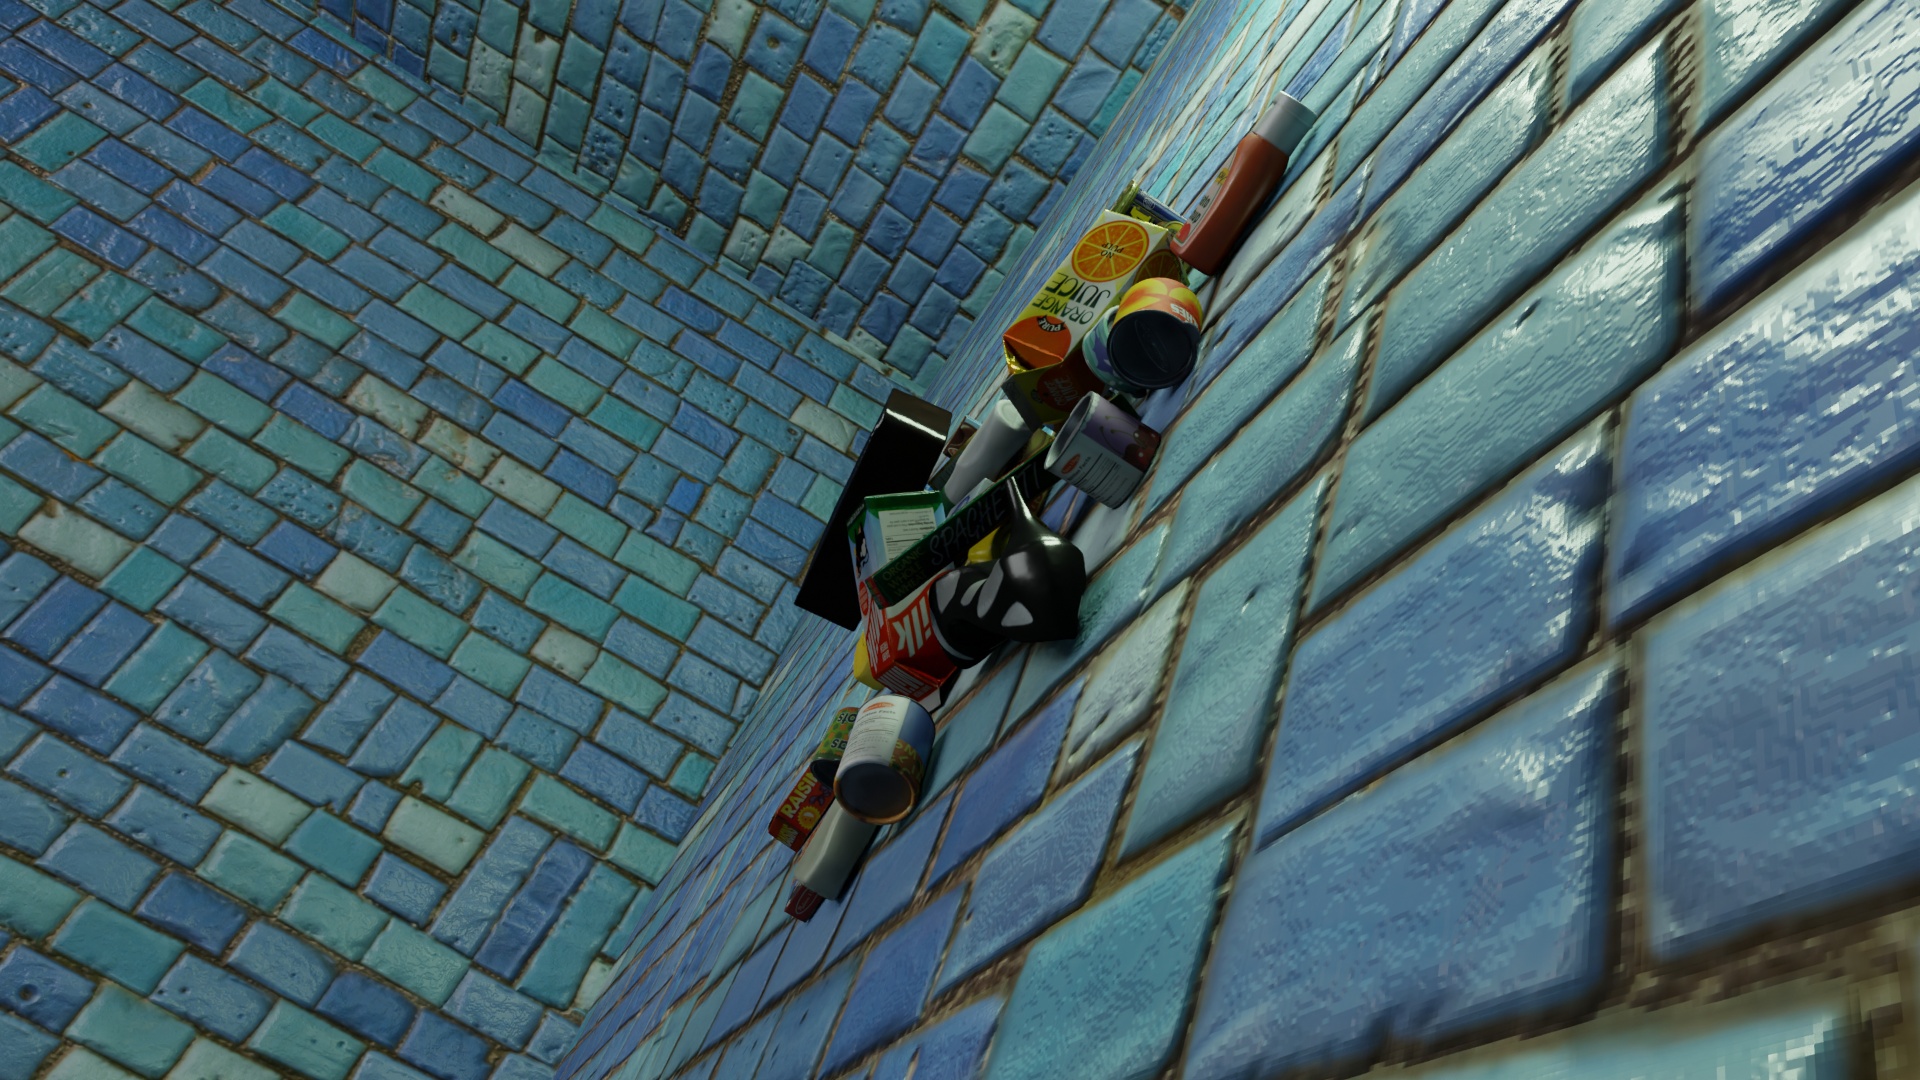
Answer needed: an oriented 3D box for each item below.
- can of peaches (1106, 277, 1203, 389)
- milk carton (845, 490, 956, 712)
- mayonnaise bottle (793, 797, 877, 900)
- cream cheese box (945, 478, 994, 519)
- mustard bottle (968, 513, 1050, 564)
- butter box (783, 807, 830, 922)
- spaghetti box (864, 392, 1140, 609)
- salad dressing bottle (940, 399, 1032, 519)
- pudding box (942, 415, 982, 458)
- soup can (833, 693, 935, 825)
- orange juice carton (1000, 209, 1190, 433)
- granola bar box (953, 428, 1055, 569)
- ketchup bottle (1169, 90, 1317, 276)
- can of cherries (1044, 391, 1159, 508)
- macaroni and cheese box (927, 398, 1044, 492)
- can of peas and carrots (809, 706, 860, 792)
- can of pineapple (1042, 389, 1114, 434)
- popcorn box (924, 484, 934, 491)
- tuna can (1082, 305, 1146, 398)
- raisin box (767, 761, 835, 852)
[{"bbox_3d":[0.148,-0.156,1.035,0.071,0.071,0.058,-53,9,36],"label":"can of peaches"},{"bbox_3d":[-0.045,0.059,1.227,0.072,0.073,0.191,135,127,-64],"label":"milk carton"},{"bbox_3d":[-0.084,0.222,1.150,0.148,0.041,0.064,-59,9,-12],"label":"mayonnaise bottle"},{"bbox_3d":[0.004,-0.016,1.260,0.053,0.024,0.103,-60,8,-23],"label":"cream cheese box"},{"bbox_3d":[0.045,0.006,1.126,0.065,0.049,0.160,-55,8,-1],"label":"mustard bottle"},{"bbox_3d":[-0.125,0.286,1.228,0.053,0.024,0.104,-56,8,18],"label":"butter box"},{"bbox_3d":[0.032,-0.031,1.080,0.251,0.028,0.050,-37,3,-12],"label":"spaghetti box"},{"bbox_3d":[0.017,-0.067,1.311,0.147,0.044,0.064,-54,9,37],"label":"salad dressing bottle"},{"bbox_3d":[0.028,-0.094,1.497,0.049,0.084,0.030,-59,6,3],"label":"pudding box"},{"bbox_3d":[-0.057,0.173,1.085,0.071,0.071,0.084,-55,9,29],"label":"soup can"},{"bbox_3d":[0.105,-0.181,1.179,0.193,0.073,0.071,-52,-39,-12],"label":"orange juice carton"},{"bbox_3d":[0.034,-0.011,1.302,0.123,0.039,0.166,-48,13,56],"label":"granola bar box"},{"bbox_3d":[0.227,-0.284,1.111,0.148,0.043,0.065,-56,8,19],"label":"ketchup bottle"},{"bbox_3d":[0.103,-0.067,1.001,0.071,0.058,0.071,-58,7,11],"label":"can of cherries"},{"bbox_3d":[0.053,-0.112,1.388,0.165,0.040,0.124,-45,-3,27],"label":"macaroni and cheese box"},{"bbox_3d":[-0.091,0.187,1.225,0.070,0.071,0.059,-48,12,55],"label":"can of peas and carrots"},{"bbox_3d":[0.094,-0.126,1.248,0.057,0.071,0.071,-58,7,8],"label":"can of pineapple"},{"bbox_3d":[-0.012,-0.011,1.423,0.038,0.085,0.127,-60,7,16],"label":"popcorn box"},{"bbox_3d":[0.135,-0.151,1.108,0.032,0.071,0.071,-49,12,48],"label":"tuna can"},{"bbox_3d":[-0.133,0.233,1.337,0.124,0.040,0.085,-55,-2,-26],"label":"raisin box"}]
